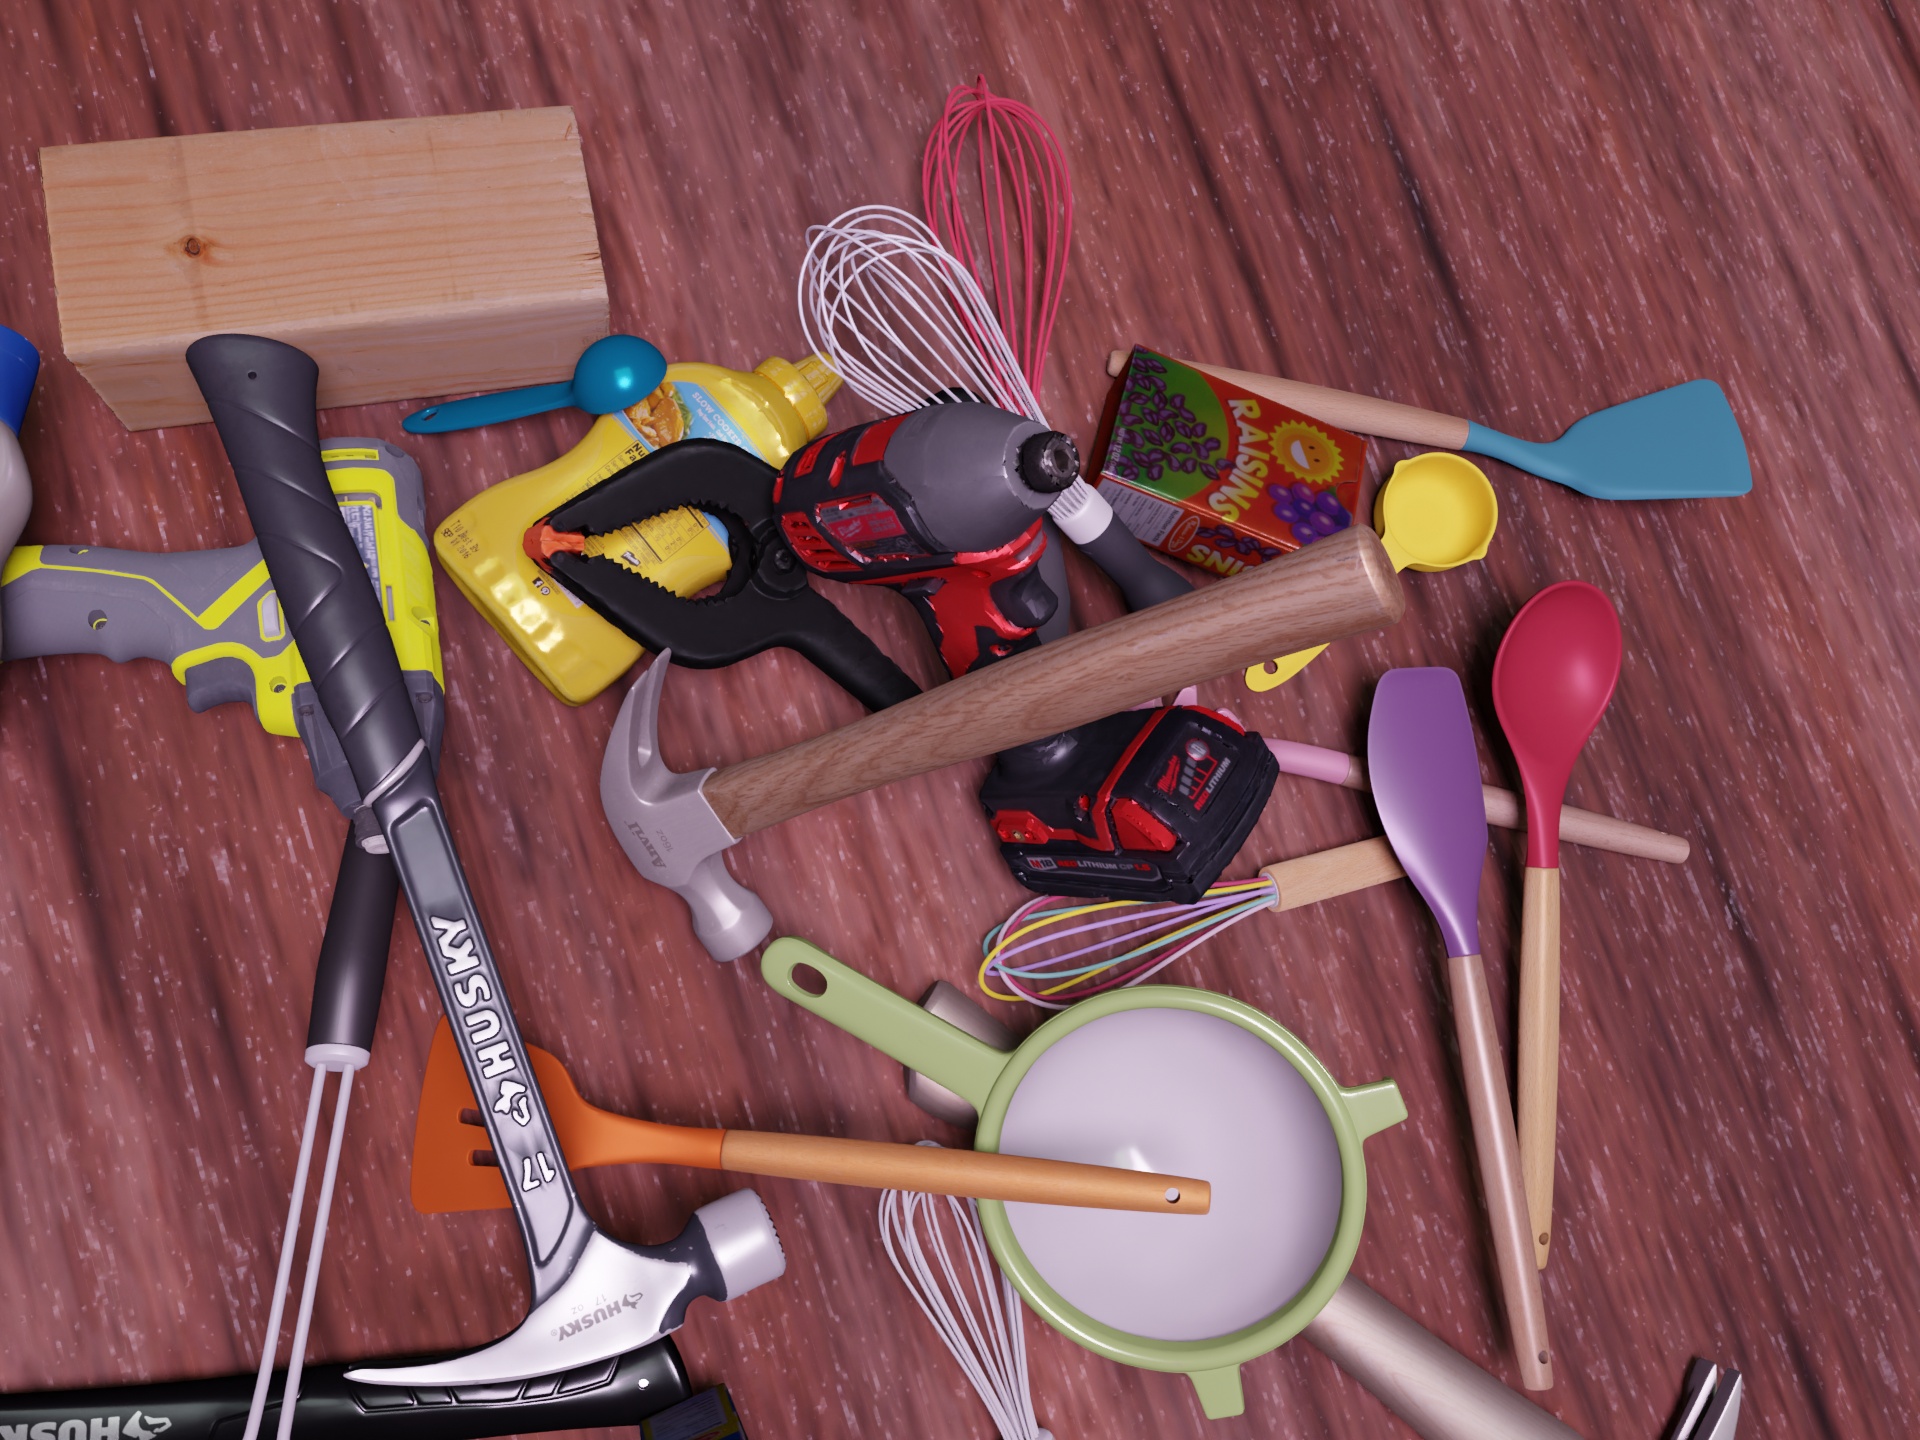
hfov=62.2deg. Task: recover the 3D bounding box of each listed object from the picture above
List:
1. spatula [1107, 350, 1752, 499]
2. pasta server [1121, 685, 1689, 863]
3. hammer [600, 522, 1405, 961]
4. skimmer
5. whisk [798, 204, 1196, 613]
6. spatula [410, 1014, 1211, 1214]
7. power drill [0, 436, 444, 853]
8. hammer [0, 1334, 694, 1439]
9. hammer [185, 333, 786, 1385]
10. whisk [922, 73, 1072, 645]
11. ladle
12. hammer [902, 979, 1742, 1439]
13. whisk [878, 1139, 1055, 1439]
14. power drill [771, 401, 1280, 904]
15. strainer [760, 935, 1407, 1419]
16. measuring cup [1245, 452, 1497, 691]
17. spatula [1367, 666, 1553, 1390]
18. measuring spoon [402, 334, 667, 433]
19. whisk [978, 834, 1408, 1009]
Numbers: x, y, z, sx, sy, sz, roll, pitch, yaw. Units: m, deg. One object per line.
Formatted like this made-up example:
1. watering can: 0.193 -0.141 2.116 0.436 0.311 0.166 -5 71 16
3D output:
1. spatula: 0.229 -0.156 0.789 0.317 0.044 0.082 9 54 -8
2. pasta server: 0.208 0.022 0.752 0.316 0.060 0.040 14 103 -11
3. hammer: -0.001 -0.002 0.589 0.130 0.331 0.031 58 30 -21
4. skimmer: -0.247 0.196 0.603 0.127 0.090 0.364 7 58 -14
5. whisk: 0.033 -0.109 0.679 0.284 0.070 0.070 42 71 -35
6. spatula: -0.066 0.168 0.620 0.322 0.041 0.081 4 79 6
7. power drill: -0.322 -0.020 0.627 0.223 0.080 0.171 -7 71 -14
8. hammer: -0.270 0.271 0.609 0.334 0.035 0.146 0 78 -12
9. hammer: -0.207 0.040 0.586 0.149 0.036 0.409 -20 81 -20
10. whisk: 0.027 -0.157 0.742 0.073 0.073 0.296 -5 85 -12
11. ladle: 0.269 0.094 0.734 0.069 0.031 0.315 2 89 -18
12. hammer: 0.152 0.238 0.697 0.410 0.038 0.146 36 76 -2
13. whisk: 0.024 0.293 0.661 0.058 0.059 0.246 -21 87 22
14. power drill: 0.030 -0.029 0.637 0.078 0.143 0.219 -51 119 -31
15. strainer: 0.038 0.151 0.648 0.256 0.069 0.151 27 98 11
16. measuring cup: 0.195 -0.068 0.779 0.156 0.029 0.062 -42 88 -4
17. spatula: 0.225 0.130 0.705 0.059 0.018 0.316 -4 80 -20
18. measuring spoon: -0.189 -0.145 0.686 0.128 0.021 0.042 -8 46 15
19. whisk: 0.120 0.084 0.725 0.245 0.051 0.047 -13 106 -18
